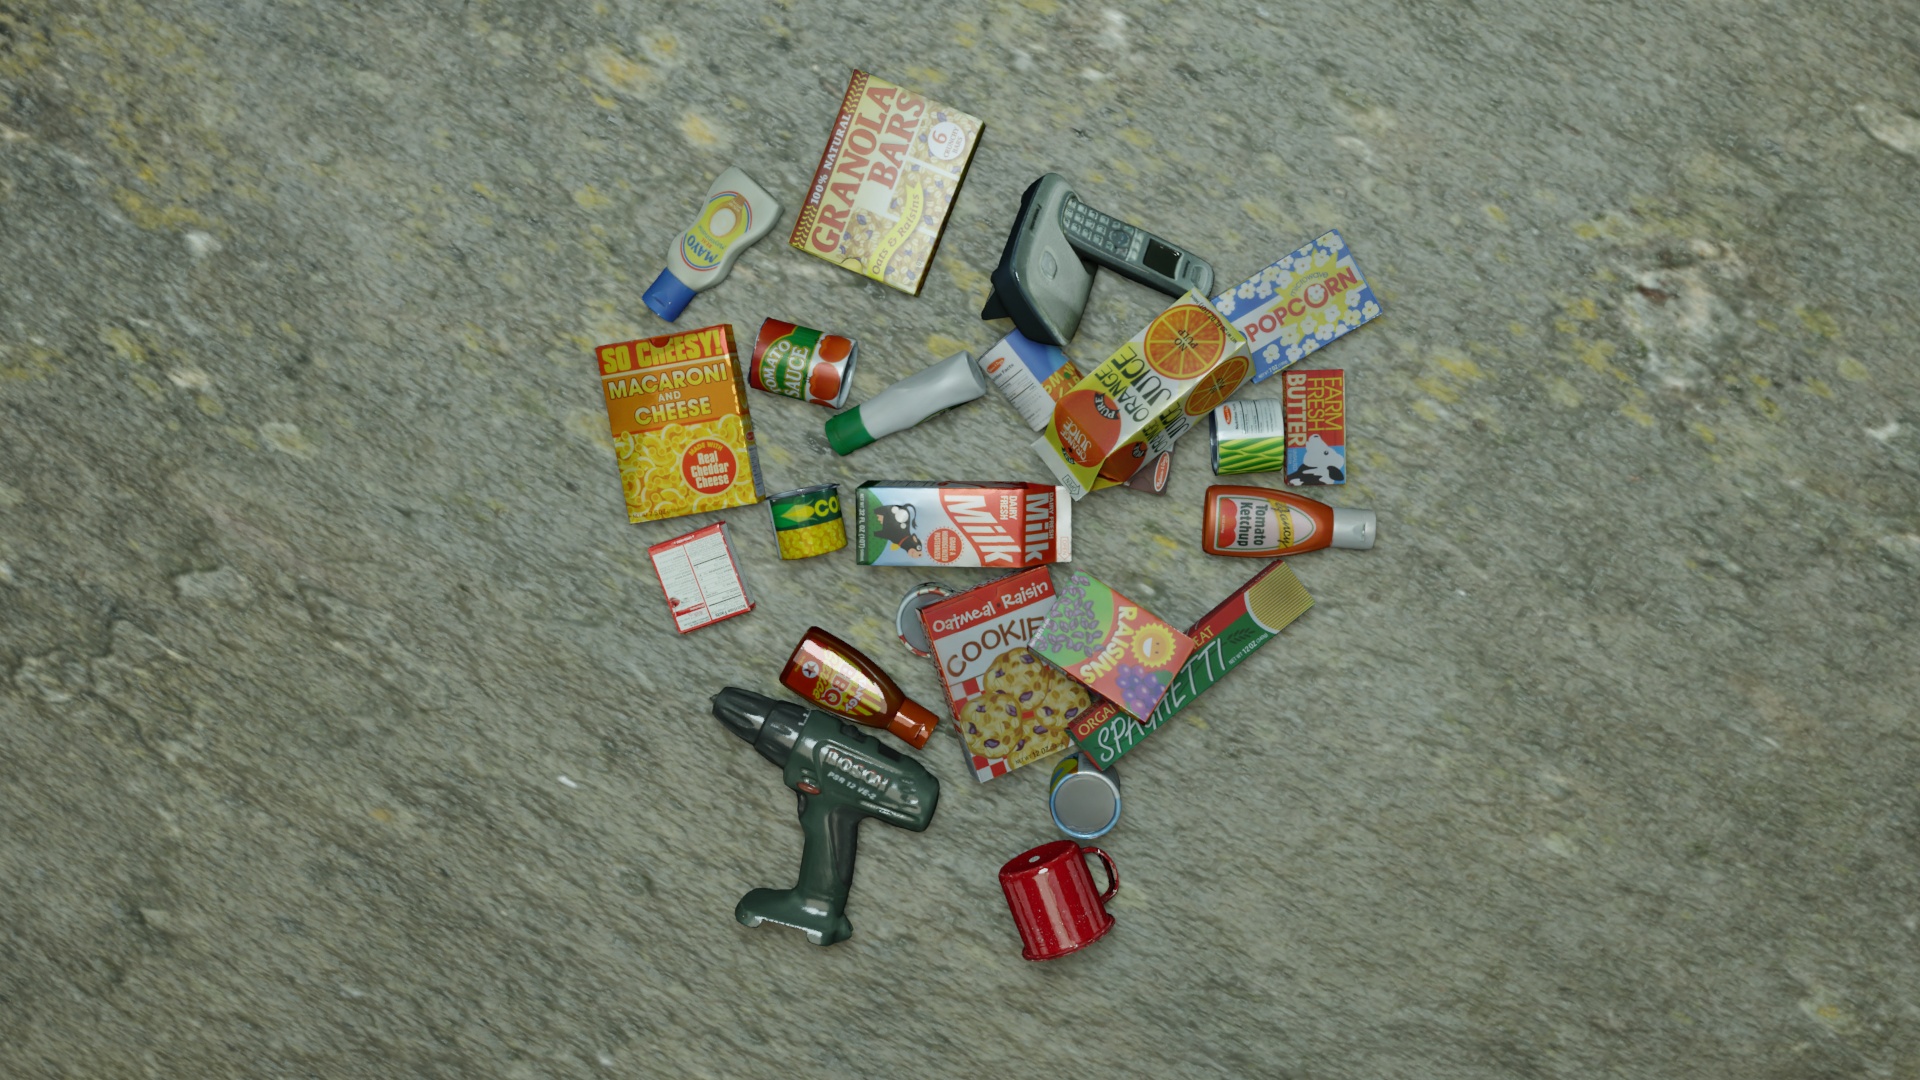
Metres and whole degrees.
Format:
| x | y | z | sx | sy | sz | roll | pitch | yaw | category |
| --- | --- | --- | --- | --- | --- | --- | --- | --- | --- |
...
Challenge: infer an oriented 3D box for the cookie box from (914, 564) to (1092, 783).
| x | y | z | sx | sy | sz | roll | pitch | yaw | category |
| --- | --- | --- | --- | --- | --- | --- | --- | --- | --- |
| 0.044 | 0.118 | 1.259 | 0.123 | 0.040 | 0.167 | -20 | 98 | -13 | cookie box |

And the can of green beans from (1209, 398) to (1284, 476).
| x | y | z | sx | sy | sz | roll | pitch | yaw | category |
| --- | --- | --- | --- | --- | --- | --- | --- | --- | --- |
| 0.252 | -0.091 | 1.224 | 0.058 | 0.071 | 0.071 | -3 | 97 | 5 | can of green beans |

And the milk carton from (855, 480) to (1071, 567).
| x | y | z | sx | sy | sz | roll | pitch | yaw | category |
| --- | --- | --- | --- | --- | --- | --- | --- | --- | --- |
| 0.004 | -0.016 | 1.252 | 0.191 | 0.073 | 0.072 | 0 | 97 | 5 | milk carton |

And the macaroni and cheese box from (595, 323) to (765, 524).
| x | y | z | sx | sy | sz | roll | pitch | yaw | category |
| --- | --- | --- | --- | --- | --- | --- | --- | --- | --- |
| -0.257 | -0.107 | 1.279 | 0.124 | 0.040 | 0.166 | -9 | 97 | 5 | macaroni and cheese box |

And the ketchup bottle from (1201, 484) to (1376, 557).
| x | y | z | sx | sy | sz | roll | pitch | yaw | category |
| --- | --- | --- | --- | --- | --- | --- | --- | --- | --- |
| 0.293 | -0.015 | 1.242 | 0.149 | 0.043 | 0.064 | 4 | 98 | 4 | ketchup bottle |

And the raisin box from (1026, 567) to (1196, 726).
| x | y | z | sx | sy | sz | roll | pitch | yaw | category |
| --- | --- | --- | --- | --- | --- | --- | --- | --- | --- |
| 0.132 | 0.093 | 1.217 | 0.123 | 0.040 | 0.086 | 32 | 82 | 10 | raisin box |

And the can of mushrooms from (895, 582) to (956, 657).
| x | y | z | sx | sy | sz | roll | pitch | yaw | category |
| --- | --- | --- | --- | --- | --- | --- | --- | --- | --- |
| -0.024 | 0.074 | 1.286 | 0.071 | 0.033 | 0.071 | 0 | 97 | 3 | can of mushrooms |

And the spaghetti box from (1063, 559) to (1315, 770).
| x | y | z | sx | sy | sz | roll | pitch | yaw | category |
| --- | --- | --- | --- | --- | --- | --- | --- | --- | --- |
| 0.206 | 0.112 | 1.250 | 0.250 | 0.028 | 0.050 | -38 | 92 | -3 | spaghetti box |

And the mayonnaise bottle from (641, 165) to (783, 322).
| x | y | z | sx | sy | sz | roll | pitch | yaw | category |
| --- | --- | --- | --- | --- | --- | --- | --- | --- | --- |
| -0.228 | -0.264 | 1.256 | 0.065 | 0.041 | 0.148 | 41 | 98 | -3 | mayonnaise bottle |

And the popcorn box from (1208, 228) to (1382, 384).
| x | y | z | sx | sy | sz | roll | pitch | yaw | category |
| --- | --- | --- | --- | --- | --- | --- | --- | --- | --- |
| 0.293 | -0.205 | 1.220 | 0.126 | 0.038 | 0.085 | -30 | 95 | 8 | popcorn box |

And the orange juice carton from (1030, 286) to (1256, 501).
| x | y | z | sx | sy | sz | roll | pitch | yaw | category |
| --- | --- | --- | --- | --- | --- | --- | --- | --- | --- |
| 0.153 | -0.119 | 1.188 | 0.192 | 0.073 | 0.072 | -40 | 66 | 4 | orange juice carton |

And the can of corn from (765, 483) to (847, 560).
| x | y | z | sx | sy | sz | roll | pitch | yaw | category |
| --- | --- | --- | --- | --- | --- | --- | --- | --- | --- |
| -0.138 | -0.018 | 1.267 | 0.071 | 0.071 | 0.058 | -10 | 97 | 6 | can of corn |

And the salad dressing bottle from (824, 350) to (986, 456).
| x | y | z | sx | sy | sz | roll | pitch | yaw | category |
| --- | --- | --- | --- | --- | --- | --- | --- | --- | --- |
| -0.051 | -0.122 | 1.252 | 0.147 | 0.064 | 0.044 | -24 | 105 | 16 | salad dressing bottle |

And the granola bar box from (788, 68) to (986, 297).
| x | y | z | sx | sy | sz | roll | pitch | yaw | category |
| --- | --- | --- | --- | --- | --- | --- | --- | --- | --- |
| -0.065 | -0.317 | 1.237 | 0.124 | 0.039 | 0.165 | 23 | 98 | 2 | granola bar box |

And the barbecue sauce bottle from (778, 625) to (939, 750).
| x | y | z | sx | sy | sz | roll | pitch | yaw | category |
| --- | --- | --- | --- | --- | --- | --- | --- | --- | --- |
| -0.091 | 0.142 | 1.295 | 0.148 | 0.044 | 0.064 | 31 | 97 | 0 | barbecue sauce bottle |

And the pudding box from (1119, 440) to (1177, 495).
| x | y | z | sx | sy | sz | roll | pitch | yaw | category |
| --- | --- | --- | --- | --- | --- | --- | --- | --- | --- |
| 0.168 | -0.087 | 1.250 | 0.050 | 0.030 | 0.083 | 11 | 98 | 2 | pudding box |

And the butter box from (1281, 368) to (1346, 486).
| x | y | z | sx | sy | sz | roll | pitch | yaw | category |
| --- | --- | --- | --- | --- | --- | --- | --- | --- | --- |
| 0.315 | -0.101 | 1.239 | 0.053 | 0.024 | 0.103 | -2 | 97 | 5 | butter box |

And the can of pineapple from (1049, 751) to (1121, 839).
| x | y | z | sx | sy | sz | roll | pitch | yaw | category |
| --- | --- | --- | --- | --- | --- | --- | --- | --- | --- |
| 0.114 | 0.237 | 1.282 | 0.071 | 0.058 | 0.071 | 1 | 98 | 5 | can of pineapple |

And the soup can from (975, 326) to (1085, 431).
| x | y | z | sx | sy | sz | roll | pitch | yaw | category |
| --- | --- | --- | --- | --- | --- | --- | --- | --- | --- |
| 0.067 | -0.150 | 1.235 | 0.071 | 0.071 | 0.083 | -39 | 93 | 9 | soup can |

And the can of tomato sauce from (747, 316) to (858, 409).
| x | y | z | sx | sy | sz | roll | pitch | yaw | category |
| --- | --- | --- | --- | --- | --- | --- | --- | --- | --- |
| -0.141 | -0.158 | 1.248 | 0.083 | 0.071 | 0.071 | 15 | 99 | 3 | can of tomato sauce |
